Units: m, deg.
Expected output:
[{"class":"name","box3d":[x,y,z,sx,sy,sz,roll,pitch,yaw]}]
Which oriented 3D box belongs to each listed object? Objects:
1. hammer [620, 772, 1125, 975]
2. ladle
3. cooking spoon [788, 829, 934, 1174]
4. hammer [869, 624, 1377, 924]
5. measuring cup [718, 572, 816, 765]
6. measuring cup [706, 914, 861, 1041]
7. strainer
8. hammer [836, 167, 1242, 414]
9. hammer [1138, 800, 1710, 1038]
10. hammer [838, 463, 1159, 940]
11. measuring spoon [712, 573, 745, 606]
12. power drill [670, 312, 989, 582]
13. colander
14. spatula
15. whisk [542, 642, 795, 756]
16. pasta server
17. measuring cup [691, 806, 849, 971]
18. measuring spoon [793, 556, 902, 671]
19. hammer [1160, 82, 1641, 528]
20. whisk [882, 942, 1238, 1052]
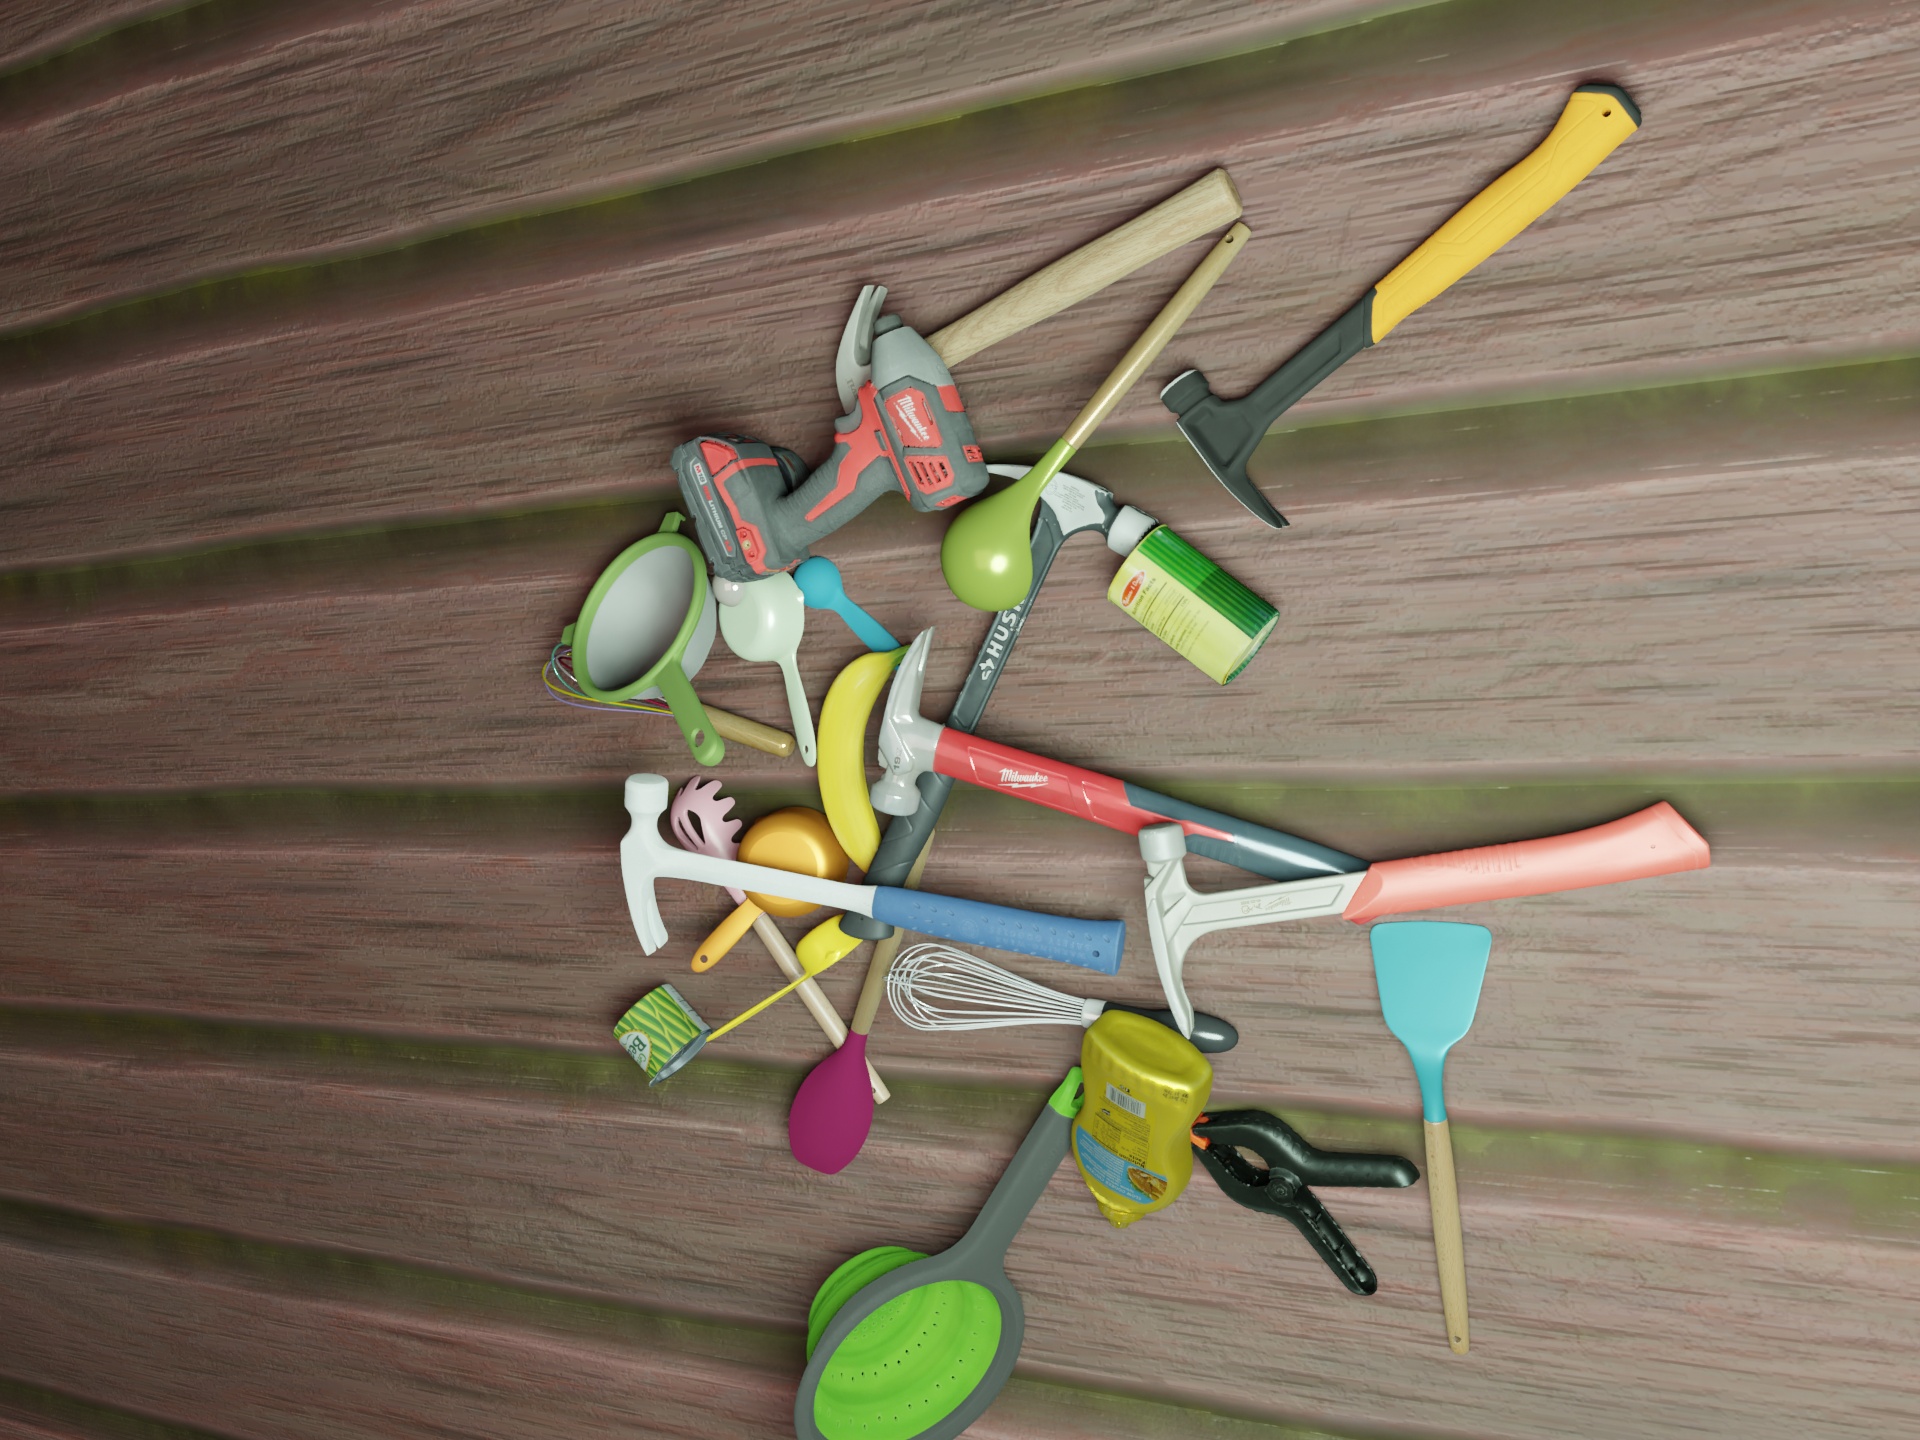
[{"class":"hammer","box3d":[-0.076,0.143,1.226,0.405,0.035,0.144,9,106,15]},{"class":"ladle","box3d":[0.097,-0.210,1.110,0.078,0.062,0.320,44,100,27]},{"class":"cooking spoon","box3d":[-0.076,0.231,1.301,0.069,0.017,0.319,21,103,10]},{"class":"hammer","box3d":[0.127,0.049,1.137,0.386,0.038,0.143,17,106,14]},{"class":"measuring cup","box3d":[-0.151,-0.042,1.266,0.083,0.038,0.168,-27,75,46]},{"class":"measuring cup","box3d":[-0.149,0.210,1.302,0.156,0.062,0.029,-34,79,1]},{"class":"strainer","box3d":[-0.222,-0.042,1.268,0.151,0.069,0.257,-46,47,12]},{"class":"hammer","box3d":[0.047,-0.302,1.144,0.331,0.031,0.130,-23,90,28]},{"class":"hammer","box3d":[0.303,0.118,1.056,0.359,0.036,0.149,-10,94,17]},{"class":"hammer","box3d":[-0.002,-0.004,1.212,0.149,0.036,0.409,32,109,19]},{"class":"measuring spoon","box3d":[-0.197,-0.149,1.262,0.034,0.018,0.124,-24,76,47]},{"class":"power drill","box3d":[-0.097,-0.198,1.176,0.219,0.078,0.143,-20,92,24]},{"class":"colander","box3d":[-0.016,0.429,1.282,0.397,0.204,0.095,-60,37,7]},{"class":"spatula","box3d":[0.341,0.299,1.121,0.082,0.044,0.317,-3,103,26]},{"class":"whisk","box3d":[-0.248,-0.017,1.344,0.245,0.047,0.051,18,107,18]},{"class":"pasta server","box3d":[-0.151,0.186,1.343,0.060,0.040,0.316,-37,87,27]},{"class":"measuring cup","box3d":[-0.167,0.147,1.297,0.095,0.052,0.173,44,96,4]},{"class":"measuring spoon","box3d":[-0.087,-0.080,1.259,0.129,0.021,0.042,43,115,12]},{"class":"hammer","box3d":[0.290,-0.271,1.027,0.337,0.034,0.127,-40,81,27]},{"class":"whisk","box3d":[0.073,0.221,1.224,0.285,0.070,0.070,6,103,20]}]
